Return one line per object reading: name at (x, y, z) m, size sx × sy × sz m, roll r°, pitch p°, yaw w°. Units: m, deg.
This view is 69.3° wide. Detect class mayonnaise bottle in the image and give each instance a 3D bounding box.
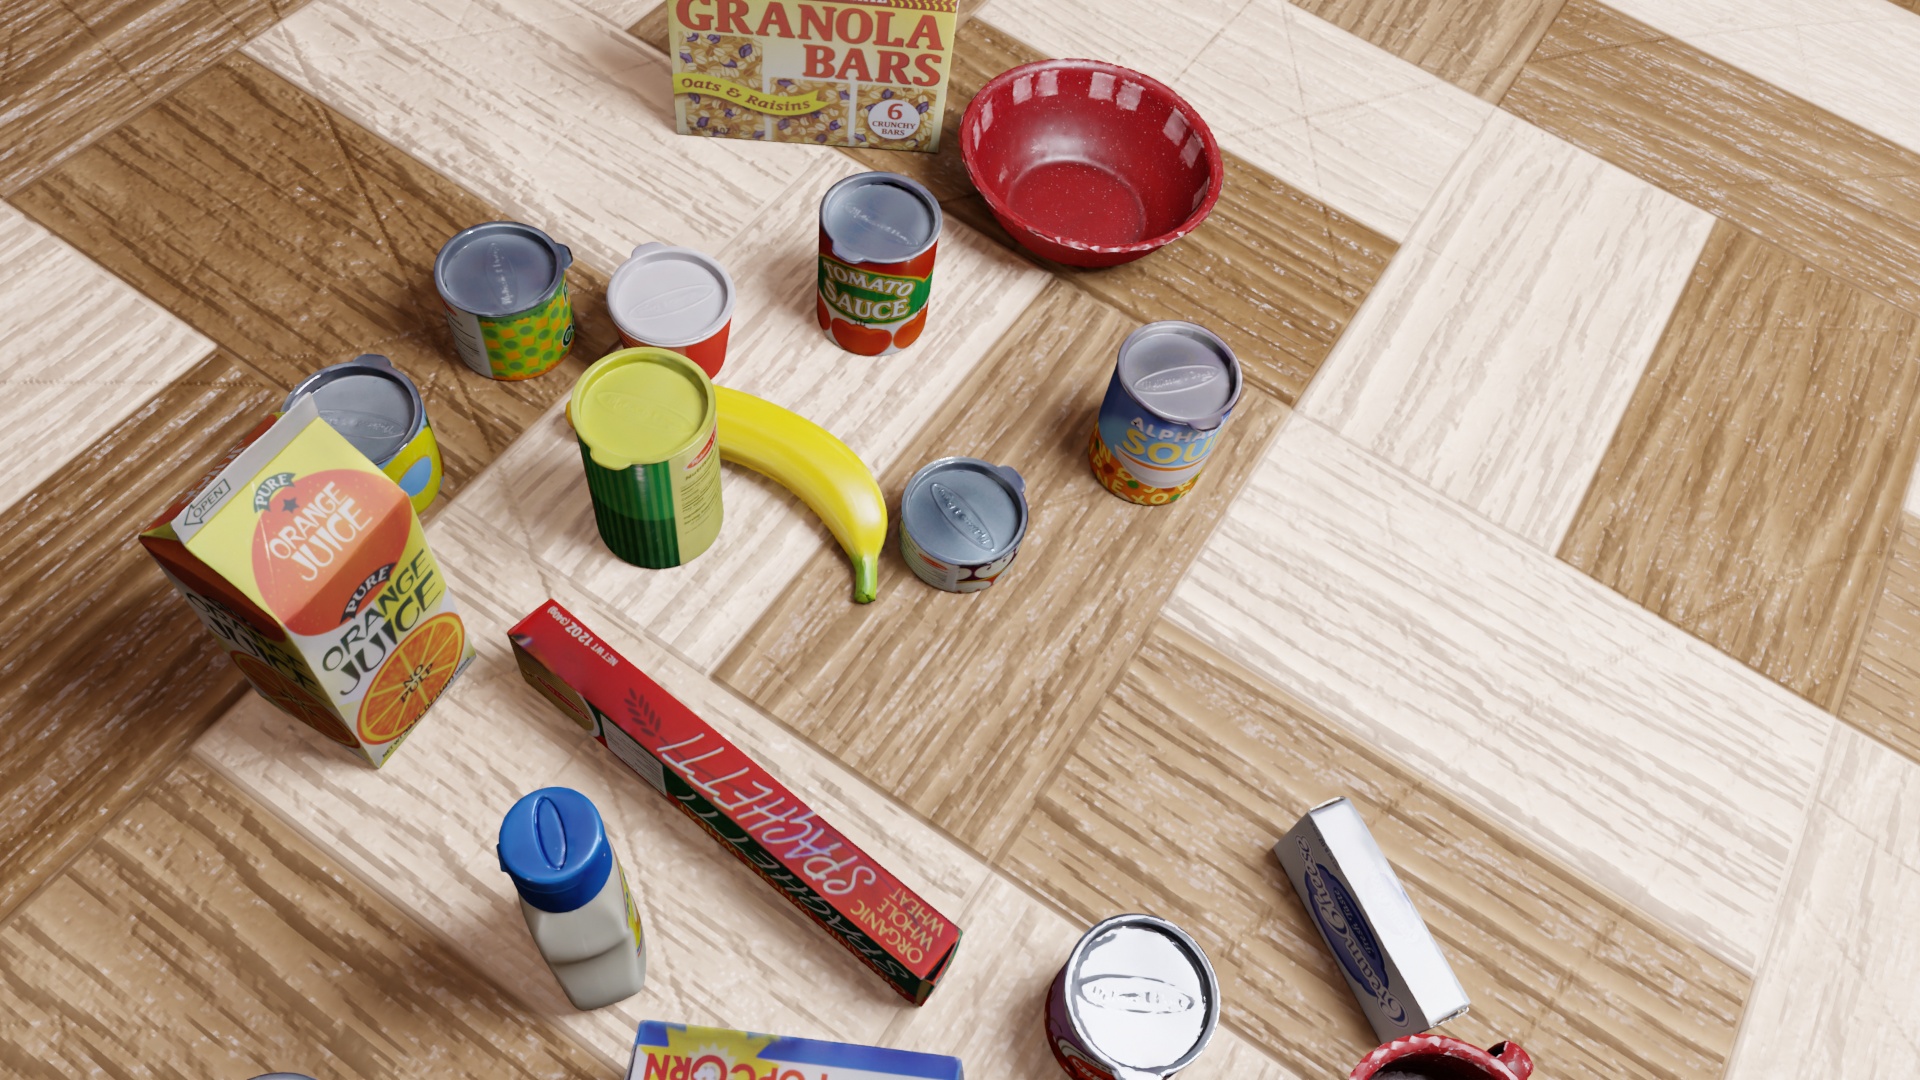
mayonnaise bottle at (-0.152, 0.141, 0.552) m, size 0.041 × 0.147 × 0.065 m, roll -14°, pitch 62°, yaw -15°

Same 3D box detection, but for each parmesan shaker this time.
parmesan shaker at (-0.153, -0.036, 0.684) m, size 0.071 × 0.102 × 0.071 m, roll 3°, pitch 59°, yaw -6°

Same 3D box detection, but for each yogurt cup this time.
yogurt cup at (-0.157, -0.119, 0.762) m, size 0.072 × 0.053 × 0.073 m, roll 3°, pitch 59°, yaw -6°

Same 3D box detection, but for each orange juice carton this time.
orange juice carton at (-0.271, 0.017, 0.584) m, size 0.073 × 0.191 × 0.072 m, roll 29°, pitch 60°, yaw 9°

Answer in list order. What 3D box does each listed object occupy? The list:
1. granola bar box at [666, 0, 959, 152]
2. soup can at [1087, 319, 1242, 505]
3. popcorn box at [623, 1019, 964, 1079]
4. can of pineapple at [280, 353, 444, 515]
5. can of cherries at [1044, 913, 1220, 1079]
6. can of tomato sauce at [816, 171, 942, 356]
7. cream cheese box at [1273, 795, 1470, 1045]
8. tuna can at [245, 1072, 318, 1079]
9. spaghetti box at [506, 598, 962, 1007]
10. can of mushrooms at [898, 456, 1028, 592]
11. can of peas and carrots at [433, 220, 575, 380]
granola bar box at (-0.089, -0.298, 0.838) m, size 0.166 × 0.123 × 0.039 m, roll 2°, pitch 59°, yaw -6°
soup can at (0.109, -0.065, 0.748) m, size 0.071 × 0.083 × 0.071 m, roll 3°, pitch 59°, yaw -6°
popcorn box at (-0.066, 0.224, 0.550) m, size 0.127 × 0.084 × 0.038 m, roll 8°, pitch 59°, yaw -3°
can of pineapple at (-0.298, -0.048, 0.698) m, size 0.071 × 0.057 × 0.071 m, roll 3°, pitch 59°, yaw -6°
can of cherries at (0.071, 0.203, 0.597) m, size 0.071 × 0.058 × 0.072 m, roll 3°, pitch 59°, yaw -6°
can of tomato sauce at (-0.048, -0.152, 0.780) m, size 0.071 × 0.082 × 0.071 m, roll 3°, pitch 59°, yaw -6°
cream cheese box at (0.185, 0.174, 0.633) m, size 0.024 × 0.053 × 0.104 m, roll -18°, pitch 63°, yaw -17°
tuna can at (-0.269, 0.245, 0.541) m, size 0.071 × 0.032 × 0.071 m, roll 3°, pitch 59°, yaw -6°
spaghetti box at (-0.104, 0.117, 0.630) m, size 0.250 × 0.050 × 0.029 m, roll 36°, pitch 61°, yaw 14°
can of mushrooms at (0.003, -0.009, 0.730) m, size 0.071 × 0.033 × 0.071 m, roll 3°, pitch 59°, yaw -6°
can of peas and carrots at (-0.243, -0.130, 0.754) m, size 0.071 × 0.058 × 0.071 m, roll 3°, pitch 59°, yaw -6°
